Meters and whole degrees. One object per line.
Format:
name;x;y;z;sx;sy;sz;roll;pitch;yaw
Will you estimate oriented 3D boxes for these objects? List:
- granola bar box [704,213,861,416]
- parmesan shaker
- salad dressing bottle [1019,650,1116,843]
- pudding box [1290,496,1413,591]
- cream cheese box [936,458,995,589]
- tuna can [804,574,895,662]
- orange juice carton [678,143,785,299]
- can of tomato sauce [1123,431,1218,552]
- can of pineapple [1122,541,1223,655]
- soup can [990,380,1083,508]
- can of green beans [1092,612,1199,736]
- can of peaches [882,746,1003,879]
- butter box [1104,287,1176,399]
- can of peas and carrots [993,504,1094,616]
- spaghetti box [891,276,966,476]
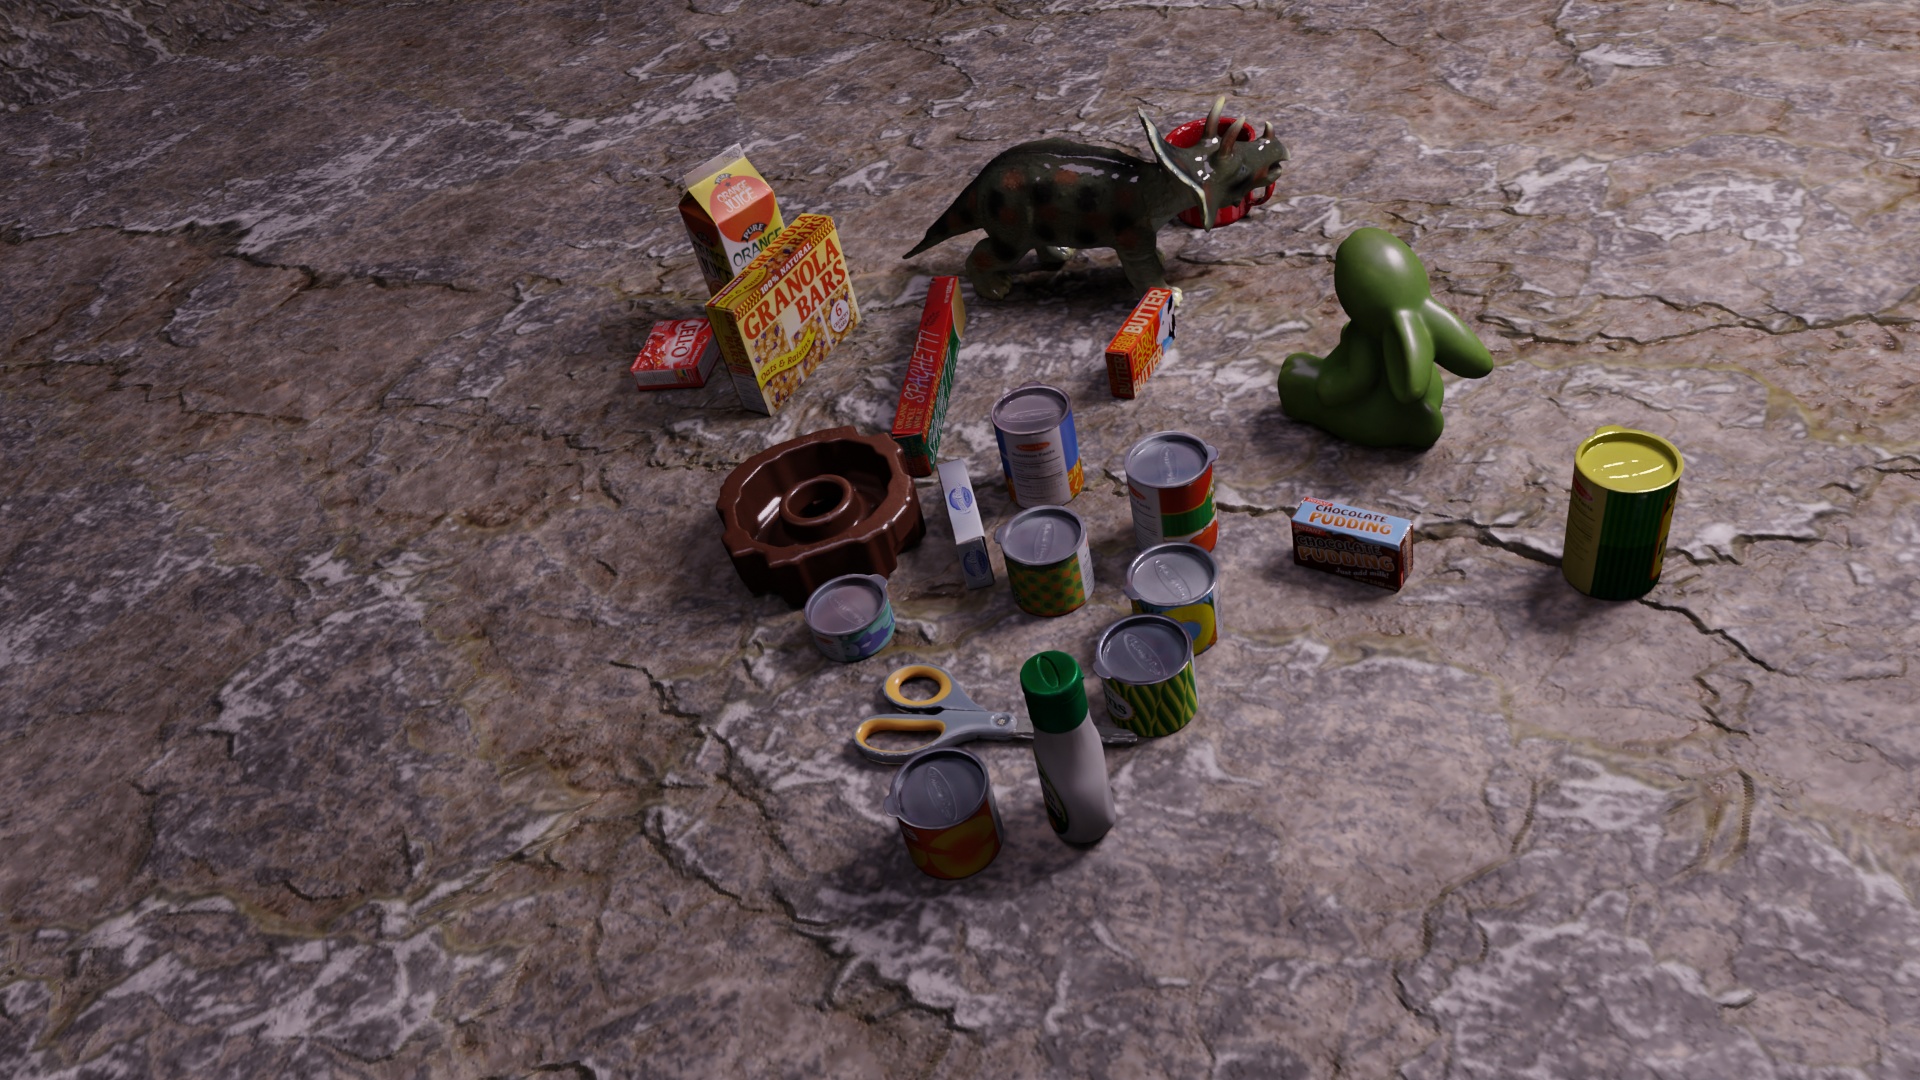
granola bar box;-0.169;-0.220;1.346;0.039;0.123;0.166;14;48;28
parmesan shaker;0.455;-0.019;0.961;0.071;0.102;0.072;-8;42;7
salad dressing bottle;0.067;0.130;0.873;0.044;0.147;0.064;-19;41;-5
pudding box;0.290;0.001;1.026;0.084;0.049;0.030;17;50;30
cream cheese box;0.004;-0.014;1.122;0.024;0.053;0.104;-15;41;0
tuna can;-0.084;0.059;1.082;0.071;0.032;0.071;-8;42;7
orange juice carton;-0.220;-0.296;1.392;0.072;0.191;0.073;-38;46;-24
can of tomato sauce;0.166;-0.033;1.074;0.071;0.082;0.071;-8;42;7
can of pineapple;0.155;0.044;1.012;0.071;0.057;0.071;-8;42;7
soup can;0.065;-0.079;1.153;0.071;0.083;0.072;-8;42;7
can of green beans;0.130;0.094;0.964;0.071;0.057;0.071;-8;42;7
can of peaches;-0.010;0.179;0.909;0.071;0.057;0.071;-8;42;7
butter box;0.165;-0.179;1.259;0.024;0.052;0.104;13;48;28
can of peas and carrots;0.065;0.016;1.067;0.071;0.058;0.071;-8;42;7
spaghetti box;-0.027;-0.157;1.292;0.029;0.050;0.251;-3;42;13
